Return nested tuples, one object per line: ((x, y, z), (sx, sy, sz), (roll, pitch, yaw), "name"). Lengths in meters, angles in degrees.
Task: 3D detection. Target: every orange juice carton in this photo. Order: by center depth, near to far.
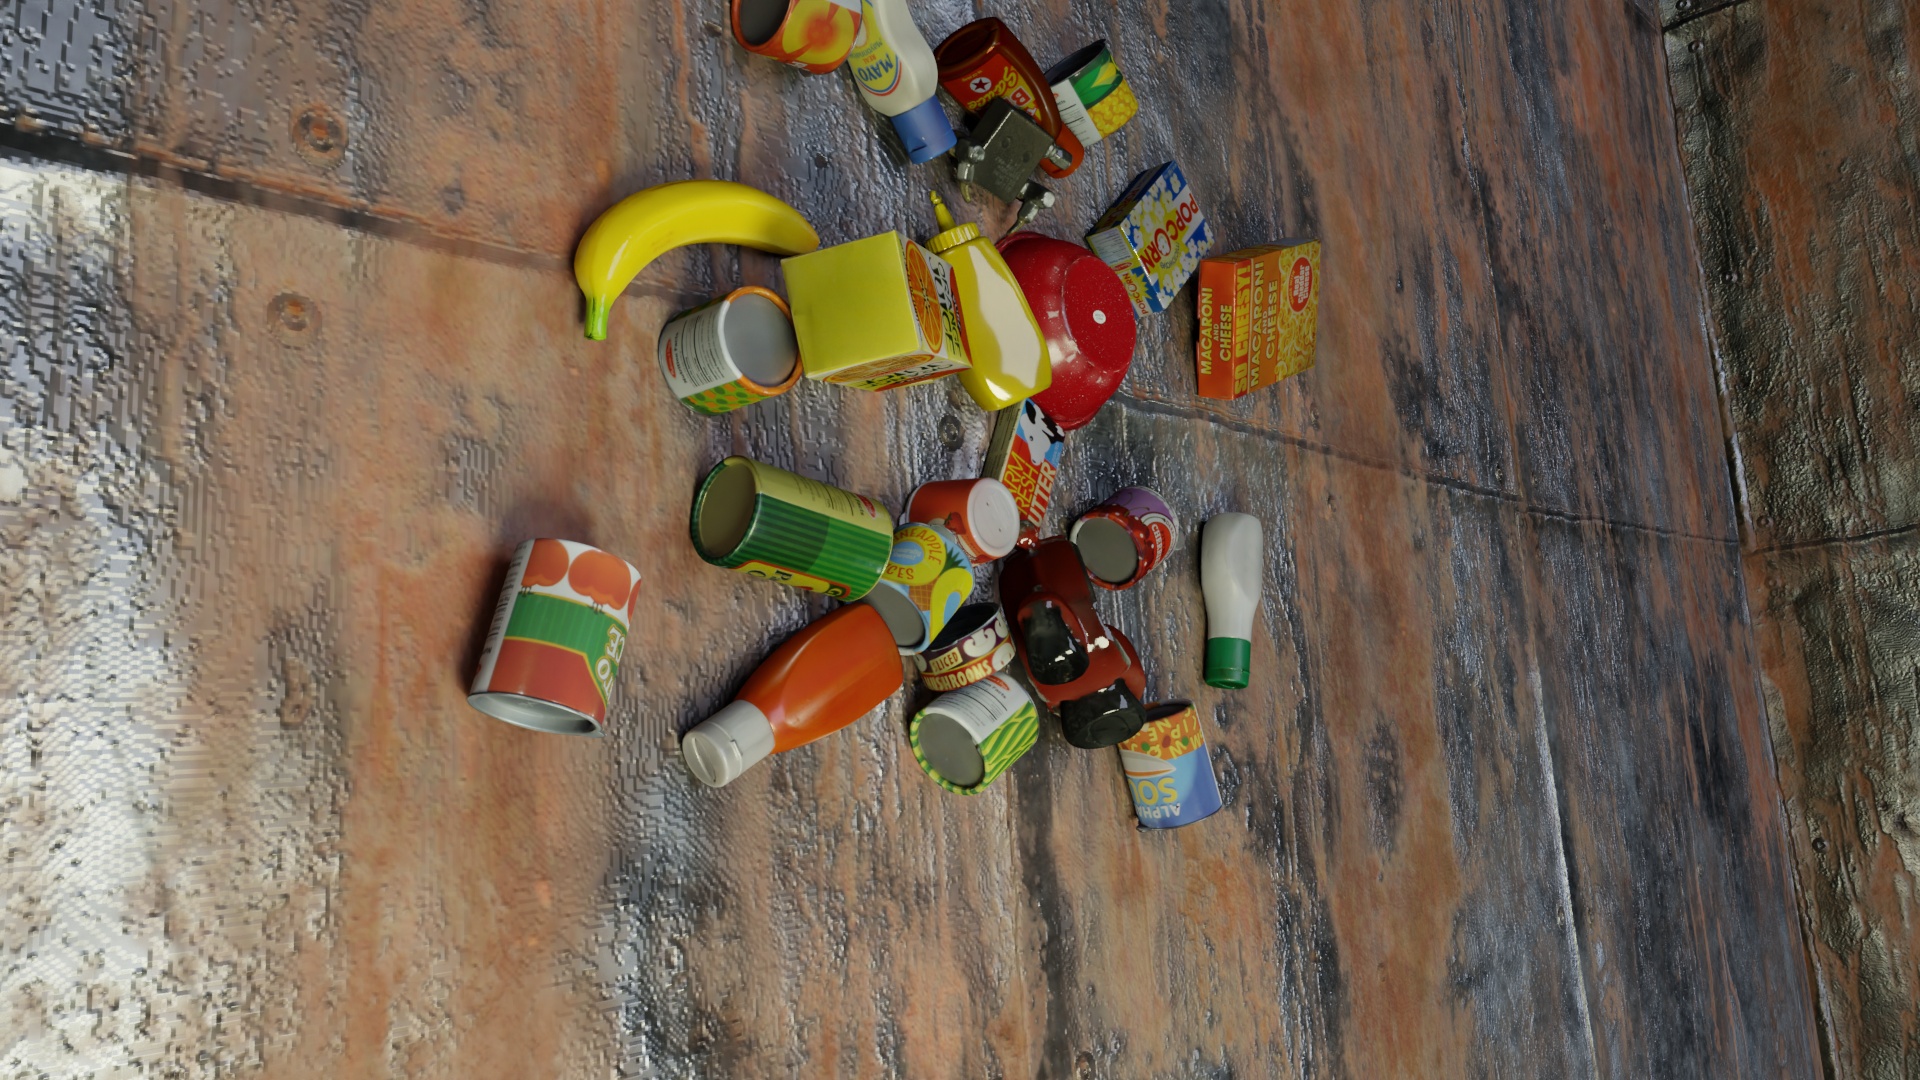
((-0.043, -0.139, 0.883), (0.193, 0.073, 0.072), (-13, 91, -77), "orange juice carton")

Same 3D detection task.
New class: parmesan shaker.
((-0.101, -0.007, 0.827), (0.103, 0.071, 0.071), (18, 68, -43), "parmesan shaker")

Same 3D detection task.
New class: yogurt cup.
((0.003, -0.012, 0.947), (0.072, 0.054, 0.072), (14, 71, -46), "yogurt cup")

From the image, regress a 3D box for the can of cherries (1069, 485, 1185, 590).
((0.128, -0.002, 1.066), (0.059, 0.071, 0.071), (-32, 105, -46), "can of cherries")

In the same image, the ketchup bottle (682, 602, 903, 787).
((-0.098, 0.093, 0.820), (0.149, 0.043, 0.064), (-32, 104, -46), "ketchup bottle")

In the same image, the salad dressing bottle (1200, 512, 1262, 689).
((0.231, 0.051, 1.186), (0.064, 0.044, 0.148), (24, 65, -44), "salad dressing bottle")

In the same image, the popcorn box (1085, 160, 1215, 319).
((0.165, -0.259, 1.191), (0.085, 0.038, 0.127), (58, 46, -23), "popcorn box")

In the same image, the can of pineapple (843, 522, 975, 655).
((-0.033, 0.030, 0.887), (0.071, 0.071, 0.058), (58, 46, -20), "can of pineapple")

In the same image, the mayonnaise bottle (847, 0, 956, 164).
((-0.051, -0.335, 0.961), (0.041, 0.064, 0.147), (-51, 121, -42), "mayonnaise bottle")

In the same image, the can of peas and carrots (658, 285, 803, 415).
((-0.132, -0.112, 0.821), (0.071, 0.058, 0.071), (13, 72, -45), "can of peas and carrots")

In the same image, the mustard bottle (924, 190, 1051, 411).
((0.012, -0.174, 0.992), (0.065, 0.049, 0.160), (-24, 98, -18), "mustard bottle")

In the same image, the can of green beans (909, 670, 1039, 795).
((0.009, 0.125, 0.911), (0.058, 0.071, 0.071), (-34, 106, -45), "can of green beans")

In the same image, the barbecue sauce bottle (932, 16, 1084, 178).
((0.043, -0.333, 1.063), (0.148, 0.064, 0.044), (33, 47, -48), "barbecue sauce bottle")

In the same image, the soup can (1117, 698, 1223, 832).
((0.155, 0.171, 1.060), (0.071, 0.071, 0.083), (-20, 95, -48), "soup can")

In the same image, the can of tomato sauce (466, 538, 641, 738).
((-0.201, 0.050, 0.701), (0.071, 0.071, 0.083), (30, 59, -39), "can of tomato sauce")

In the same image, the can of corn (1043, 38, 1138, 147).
((0.104, -0.362, 1.128), (0.058, 0.071, 0.071), (54, 47, -25), "can of corn")

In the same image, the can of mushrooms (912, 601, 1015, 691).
((0.000, 0.071, 0.913), (0.071, 0.071, 0.033), (-36, 109, -45), "can of mushrooms")

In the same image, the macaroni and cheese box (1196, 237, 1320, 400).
((0.273, -0.205, 1.269), (0.167, 0.040, 0.123), (-23, 118, -47), "macaroni and cheese box")

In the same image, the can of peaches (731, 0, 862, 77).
((-0.107, -0.339, 0.898), (0.058, 0.071, 0.071), (2, 80, -47), "can of peaches")

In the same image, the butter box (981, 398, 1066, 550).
((0.043, -0.050, 1.021), (0.053, 0.024, 0.104), (38, 55, -34), "butter box")
